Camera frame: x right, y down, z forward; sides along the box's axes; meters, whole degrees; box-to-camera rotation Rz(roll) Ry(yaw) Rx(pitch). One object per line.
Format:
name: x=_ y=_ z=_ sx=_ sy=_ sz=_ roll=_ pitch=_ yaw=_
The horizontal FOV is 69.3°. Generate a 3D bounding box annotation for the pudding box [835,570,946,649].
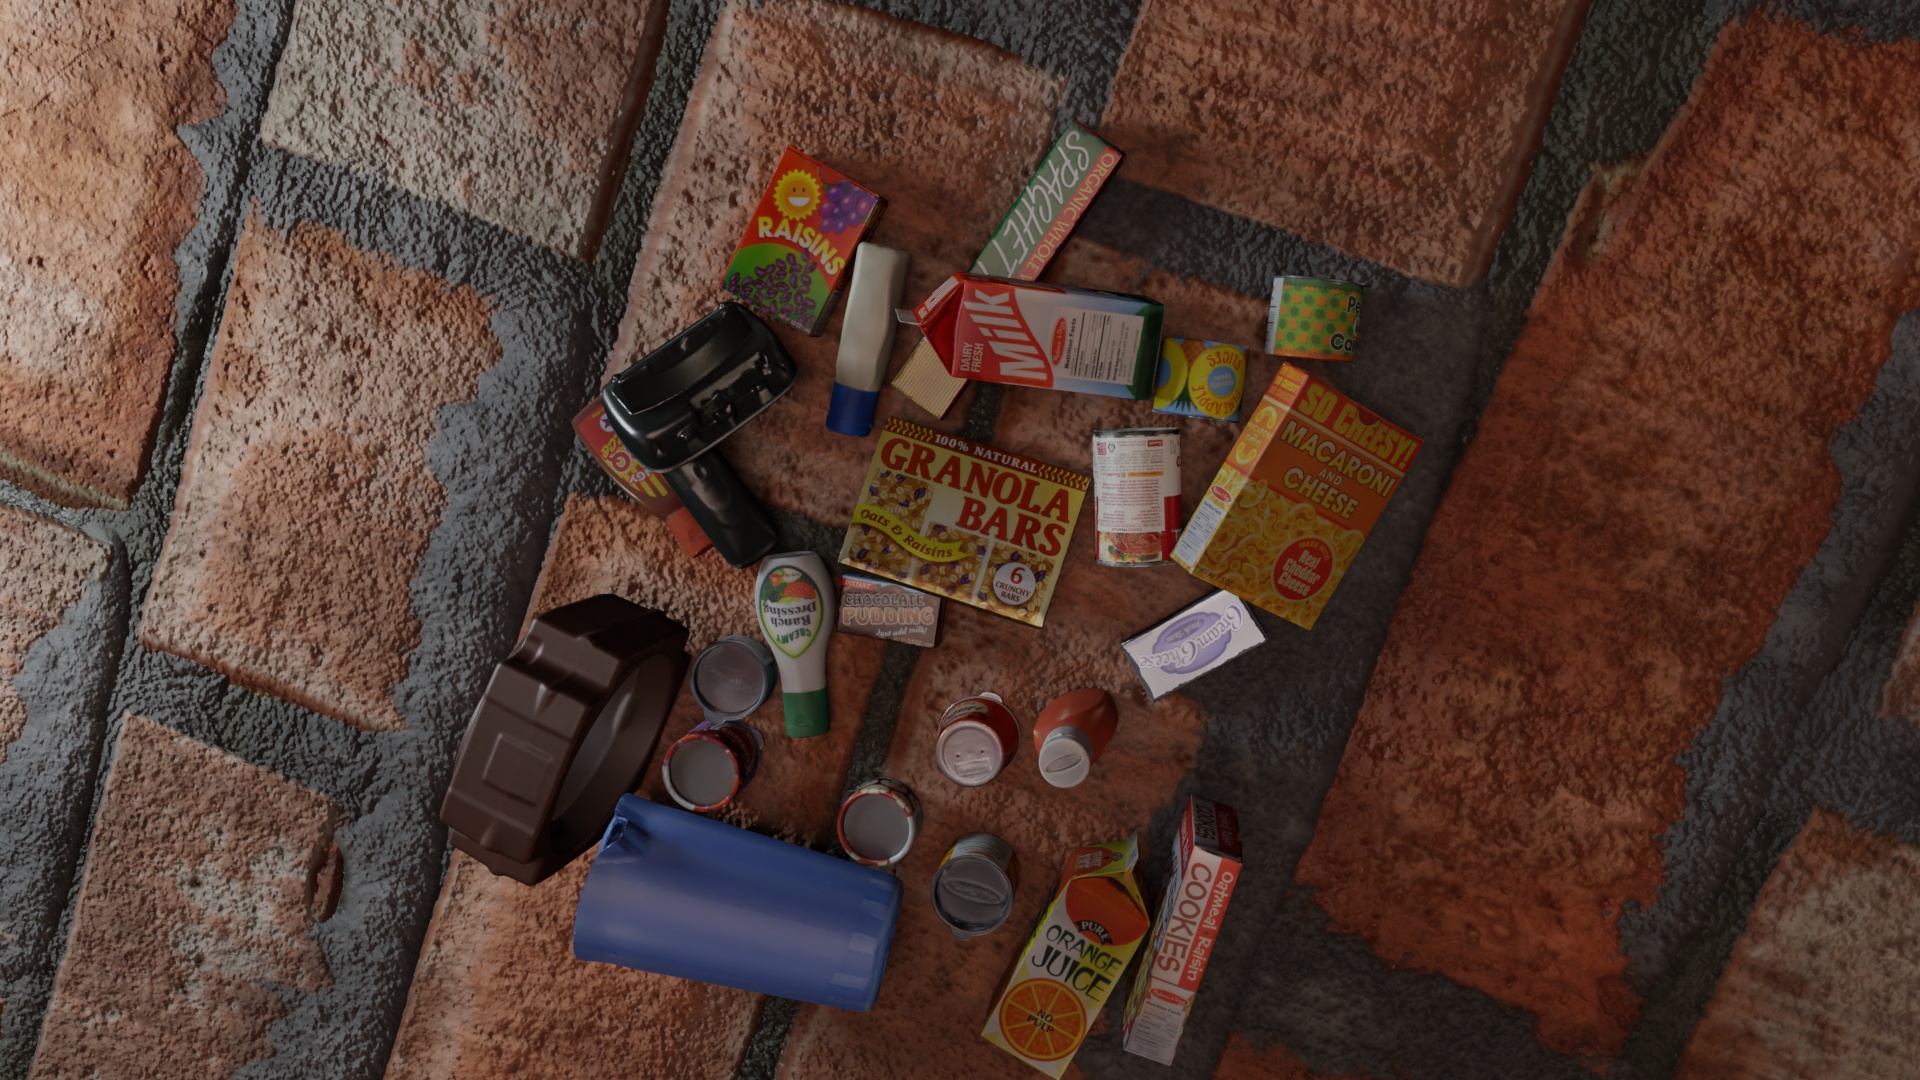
pudding box: x=-0.055 y=0.055 z=1.117 sx=0.084 sy=0.030 sz=0.049 roll=10 pitch=97 yaw=7

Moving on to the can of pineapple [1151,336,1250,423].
can of pineapple: x=0.181 y=-0.121 z=1.042 sx=0.071 sy=0.071 sz=0.057 roll=9 pitch=98 yaw=8

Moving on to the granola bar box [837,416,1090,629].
granola bar box: x=0.004 y=-0.014 z=1.082 sx=0.166 sy=0.039 sz=0.124 roll=18 pitch=83 yaw=6

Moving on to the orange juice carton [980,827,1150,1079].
orange juice carton: x=0.094 y=0.318 z=1.103 sx=0.073 sy=0.072 sz=0.192 roll=29 pitch=100 yaw=4

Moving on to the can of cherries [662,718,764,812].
can of cherries: x=-0.202 y=0.181 z=1.139 sx=0.071 sy=0.058 sz=0.071 roll=1 pitch=97 yaw=9

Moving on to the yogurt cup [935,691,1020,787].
yogurt cup: x=0.011 y=0.163 z=1.107 sx=0.072 sy=0.054 sz=0.072 roll=1 pitch=98 yaw=9

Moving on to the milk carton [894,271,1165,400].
milk carton: x=0.047 y=-0.155 z=1.031 sx=0.191 sy=0.072 sz=0.073 roll=6 pitch=105 yaw=-7

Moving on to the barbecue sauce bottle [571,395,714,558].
barbecue sauce bottle: x=-0.247 y=-0.055 z=1.127 sx=0.065 sy=0.044 sz=0.148 roll=-37 pitch=90 yaw=4

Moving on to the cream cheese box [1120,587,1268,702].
cream cheese box: x=0.182 y=0.079 z=1.087 sx=0.103 sy=0.024 sz=0.053 roll=-30 pitch=92 yaw=11

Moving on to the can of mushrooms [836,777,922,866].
can of mushrooms: x=-0.068 y=0.230 z=1.137 sx=0.071 sy=0.033 sz=0.071 roll=1 pitch=97 yaw=8

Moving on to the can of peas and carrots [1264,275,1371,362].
can of peas and carrots: x=0.263 y=-0.163 z=1.025 sx=0.071 sy=0.071 sz=0.058 roll=7 pitch=99 yaw=8

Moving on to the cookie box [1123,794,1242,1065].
cookie box: x=0.170 y=0.293 z=1.062 sx=0.040 sy=0.123 sz=0.167 roll=18 pitch=99 yaw=5

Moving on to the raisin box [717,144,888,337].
raisin box: x=-0.123 y=-0.233 z=1.091 sx=0.086 sy=0.040 sz=0.123 roll=30 pitch=99 yaw=5

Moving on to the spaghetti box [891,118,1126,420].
spaghetti box: x=0.036 y=-0.208 z=1.075 sx=0.050 sy=0.029 sz=0.249 roll=36 pitch=100 yaw=2

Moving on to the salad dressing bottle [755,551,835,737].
salad dressing bottle: x=-0.130 y=0.084 z=1.125 sx=0.064 sy=0.044 sz=0.147 roll=-5 pitch=96 yaw=8

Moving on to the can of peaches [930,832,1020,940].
can of peaches: x=0.012 y=0.277 z=1.118 sx=0.071 sy=0.058 sz=0.071 roll=1 pitch=97 yaw=8

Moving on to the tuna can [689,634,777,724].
tuna can: x=-0.187 y=0.114 z=1.142 sx=0.071 sy=0.033 sz=0.071 roll=1 pitch=96 yaw=9

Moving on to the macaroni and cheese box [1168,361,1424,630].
macaroni and cheese box: x=0.250 y=-0.030 z=1.029 sx=0.124 sy=0.040 sz=0.166 roll=24 pitch=101 yaw=-26

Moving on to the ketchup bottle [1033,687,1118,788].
ketchup bottle: x=0.084 y=0.148 z=1.046 sx=0.064 sy=0.149 sz=0.043 roll=-23 pitch=92 yaw=11

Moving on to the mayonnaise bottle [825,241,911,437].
mayonnaise bottle: x=-0.073 y=-0.156 z=1.082 sx=0.041 sy=0.065 sz=0.147 roll=14 pitch=102 yaw=4
